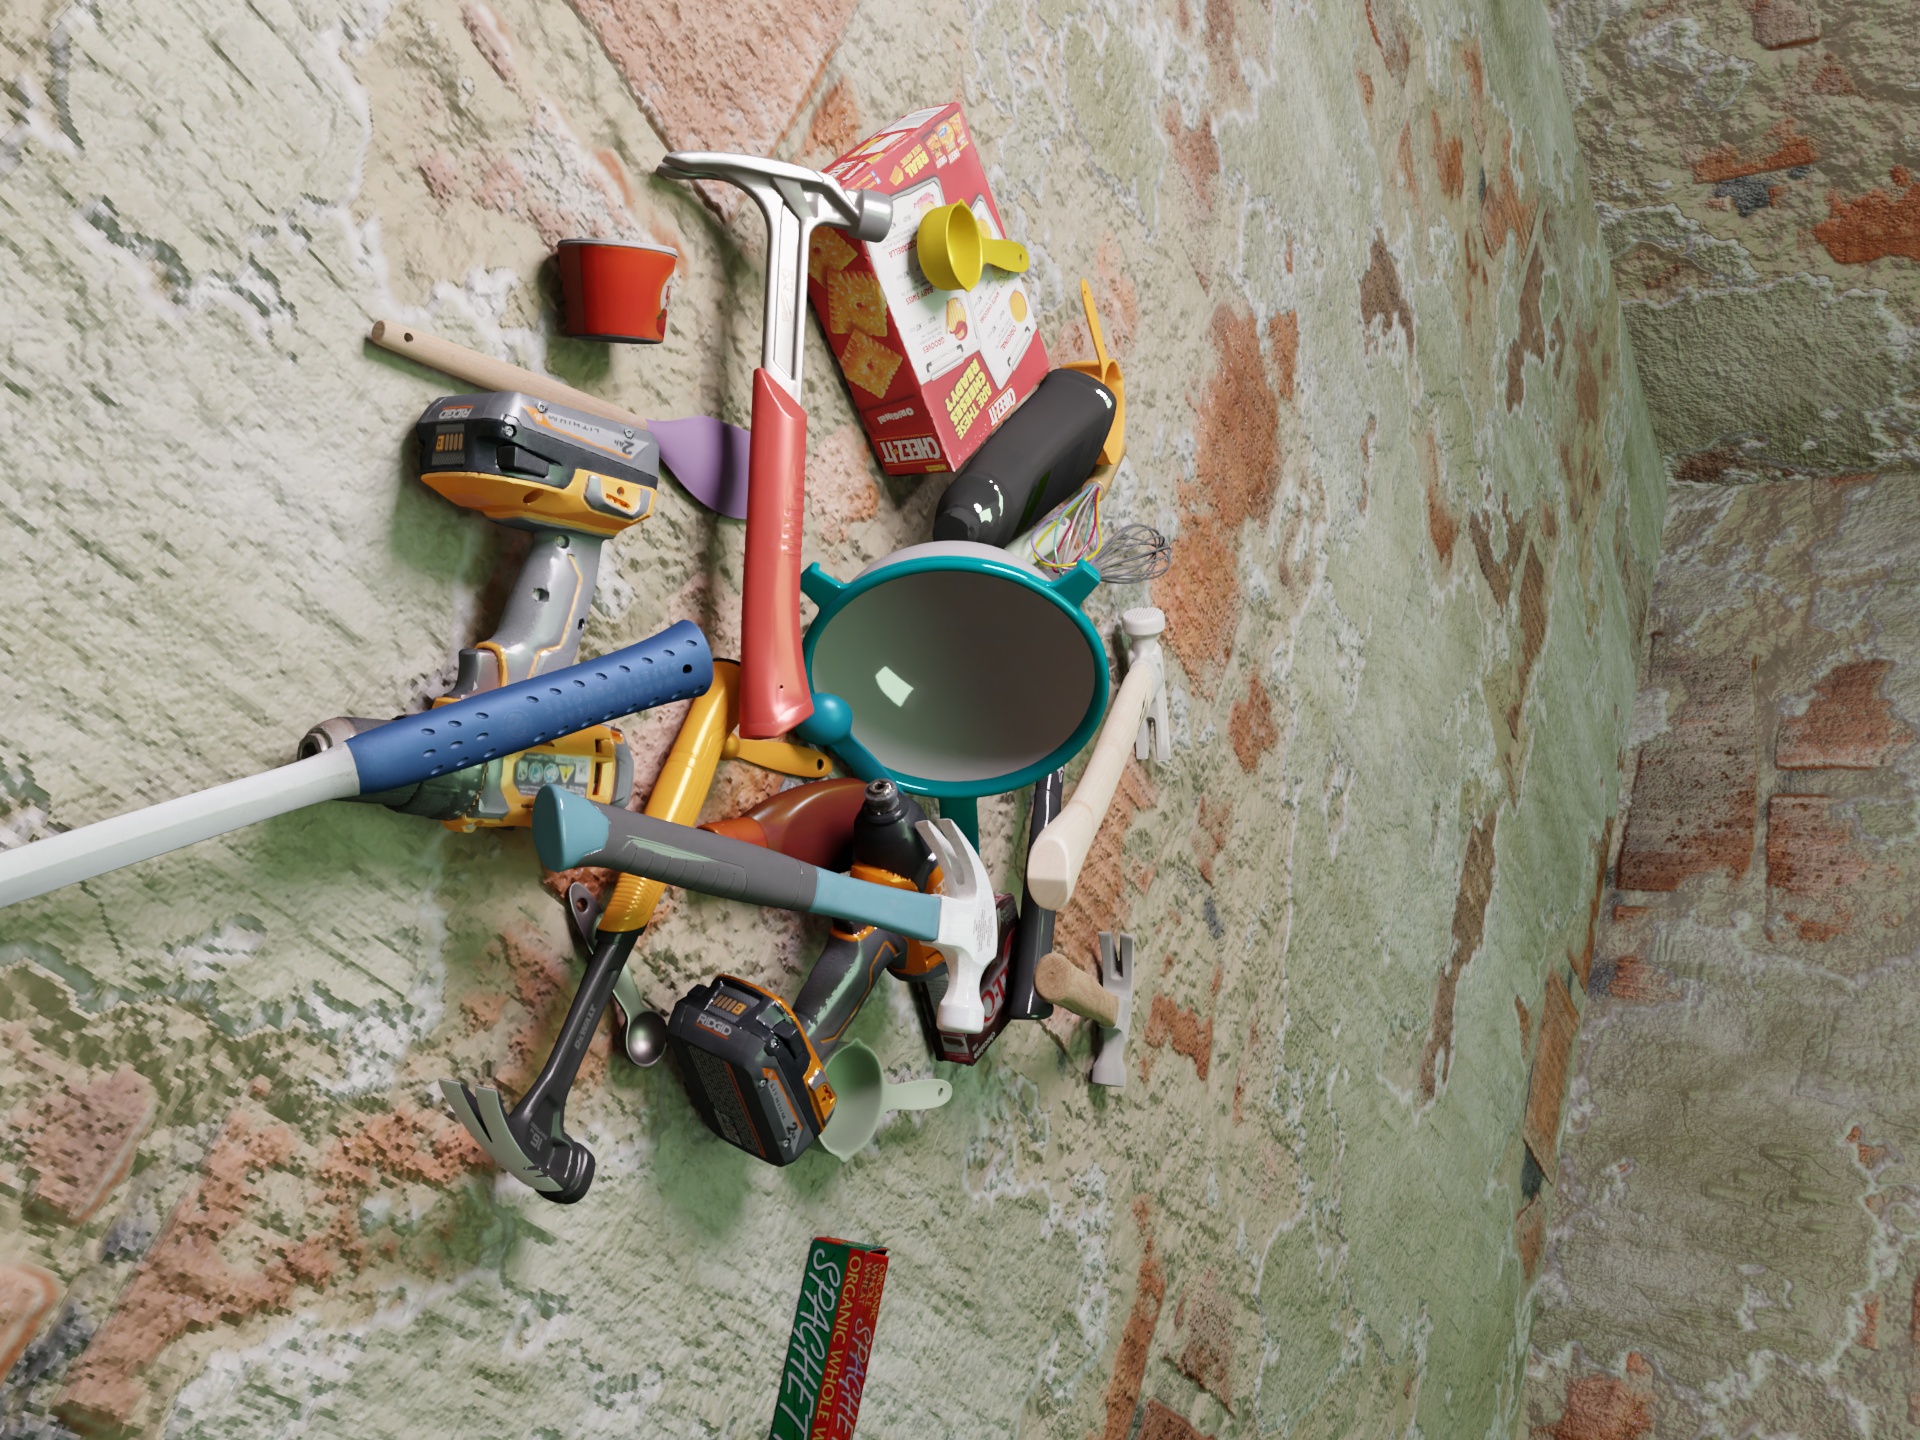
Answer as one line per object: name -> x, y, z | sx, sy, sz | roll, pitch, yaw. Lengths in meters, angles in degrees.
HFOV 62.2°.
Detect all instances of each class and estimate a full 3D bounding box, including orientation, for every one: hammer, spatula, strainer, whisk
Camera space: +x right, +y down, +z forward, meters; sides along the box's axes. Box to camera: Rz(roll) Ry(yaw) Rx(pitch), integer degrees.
hammer -> -0.100, 0.096, 0.924 | 0.330, 0.033, 0.128 | 21, 69, -41
hammer -> 0.067, 0.074, 1.267 | 0.146, 0.035, 0.335 | 42, 50, -56
spatula -> -0.209, -0.176, 0.939 | 0.315, 0.018, 0.060 | 14, 79, -55
strainer -> -0.002, -0.004, 1.145 | 0.095, 0.211, 0.340 | -88, 176, -47
hammer -> -0.290, 0.031, 0.730 | 0.405, 0.035, 0.144 | -21, 109, -38
whisk -> 0.028, -0.118, 1.258 | 0.246, 0.058, 0.059 | -38, 155, -52
hammer -> 0.119, 0.045, 1.283 | 0.411, 0.038, 0.146 | -55, 142, -61
whisk -> 0.111, -0.182, 1.335 | 0.051, 0.047, 0.245 | 54, 32, -18
whisk -> 0.111, -0.130, 1.371 | 0.239, 0.055, 0.055 | -23, 108, -48
hammer -> -0.190, 0.095, 0.915 | 0.127, 0.034, 0.337 | 71, 30, -50
hammer -> 0.103, 0.221, 1.277 | 0.331, 0.031, 0.130 | 48, 47, -70
hammer -> -0.122, -0.168, 0.985 | 0.149, 0.037, 0.359 | 4, 85, -23

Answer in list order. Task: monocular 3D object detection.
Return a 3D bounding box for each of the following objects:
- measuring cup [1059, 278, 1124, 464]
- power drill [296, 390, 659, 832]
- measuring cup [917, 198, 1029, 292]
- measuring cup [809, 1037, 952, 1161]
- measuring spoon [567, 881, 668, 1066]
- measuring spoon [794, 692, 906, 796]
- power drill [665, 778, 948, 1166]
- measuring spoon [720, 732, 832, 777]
measuring cup -> 0.095, -0.287, 1.312 | 0.173, 0.052, 0.095 | 70, 28, -45
power drill -> -0.248, -0.054, 0.834 | 0.185, 0.084, 0.226 | 8, 88, -53
measuring cup -> 0.011, -0.330, 1.127 | 0.156, 0.029, 0.062 | -25, 112, -65
measuring cup -> -0.064, 0.264, 1.126 | 0.167, 0.038, 0.083 | 16, 77, -56
measuring spoon -> -0.209, 0.151, 0.945 | 0.034, 0.018, 0.124 | -40, 115, -49
measuring spoon -> -0.072, 0.031, 1.099 | 0.128, 0.042, 0.021 | 51, 26, -34
power drill -> -0.083, 0.152, 1.023 | 0.226, 0.084, 0.164 | -47, 140, -36
measuring spoon -> -0.121, 0.024, 1.066 | 0.116, 0.011, 0.021 | 15, 77, -54
